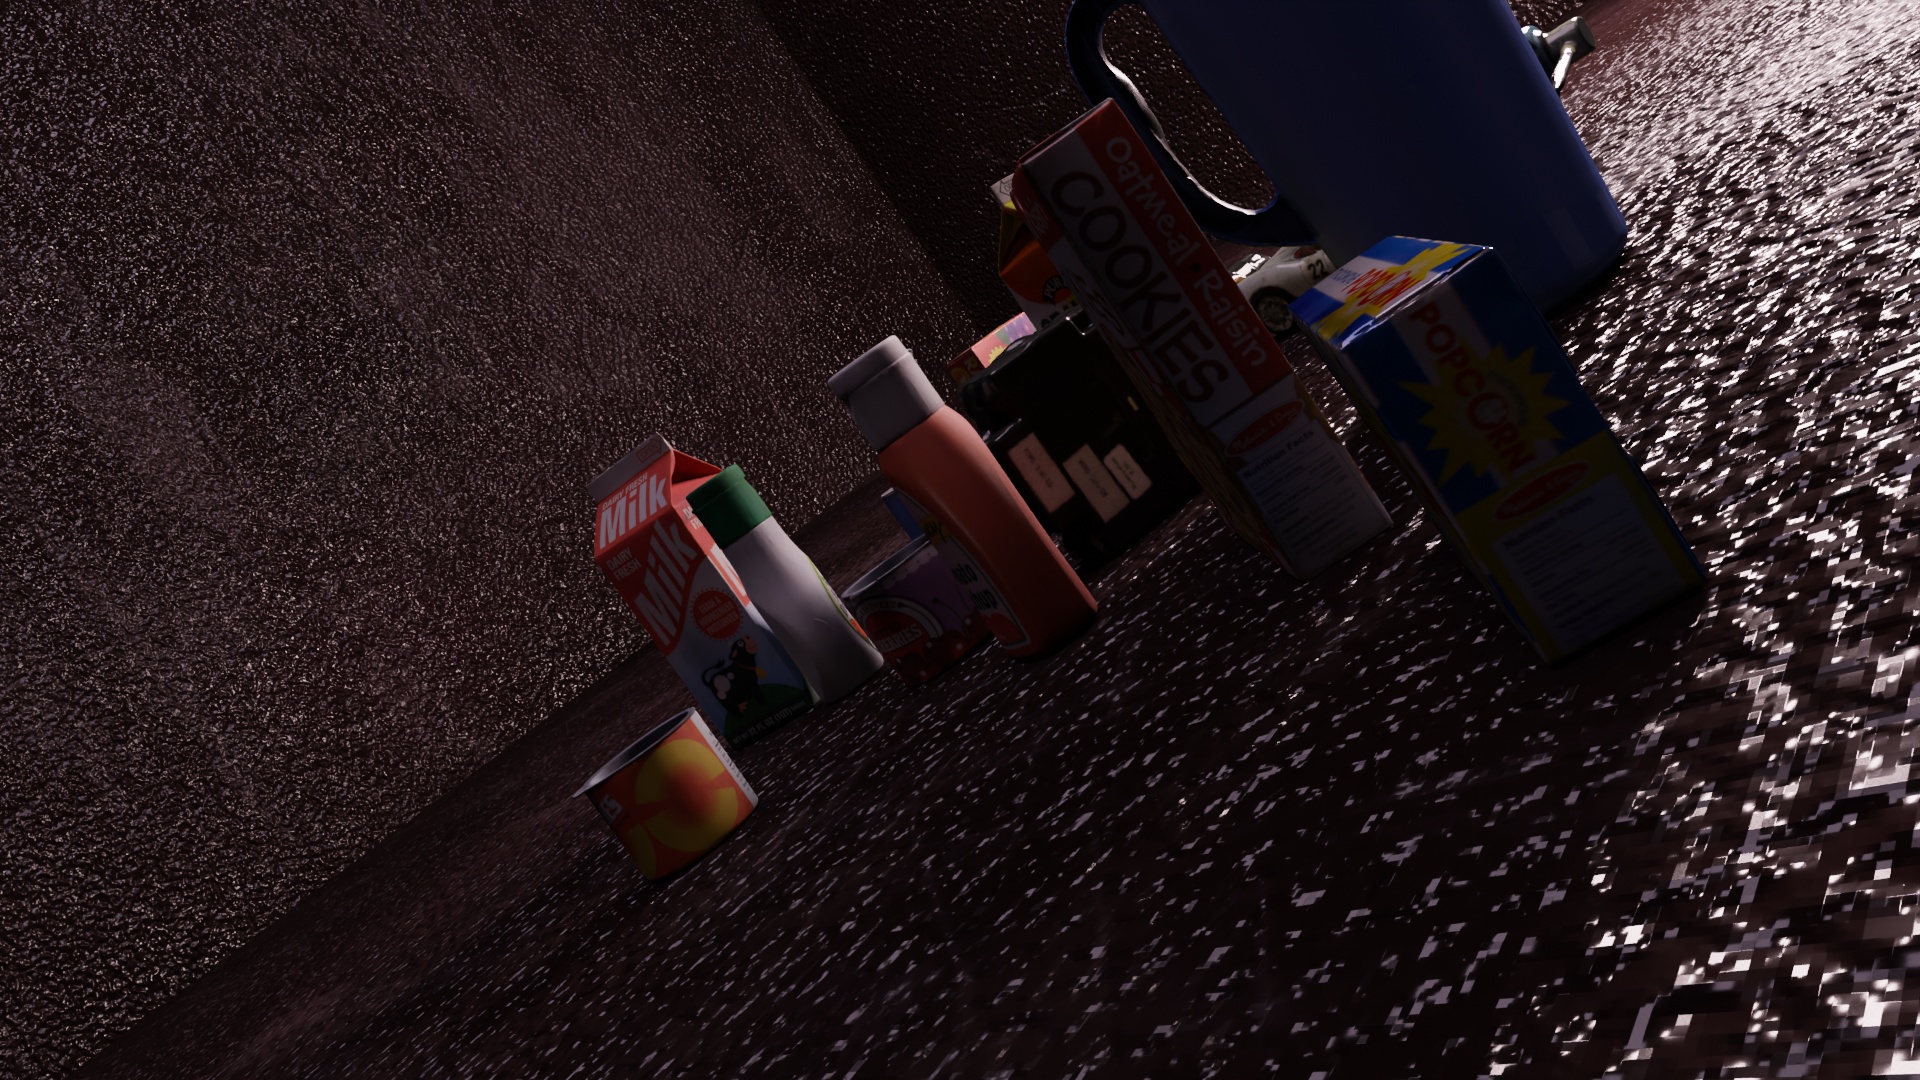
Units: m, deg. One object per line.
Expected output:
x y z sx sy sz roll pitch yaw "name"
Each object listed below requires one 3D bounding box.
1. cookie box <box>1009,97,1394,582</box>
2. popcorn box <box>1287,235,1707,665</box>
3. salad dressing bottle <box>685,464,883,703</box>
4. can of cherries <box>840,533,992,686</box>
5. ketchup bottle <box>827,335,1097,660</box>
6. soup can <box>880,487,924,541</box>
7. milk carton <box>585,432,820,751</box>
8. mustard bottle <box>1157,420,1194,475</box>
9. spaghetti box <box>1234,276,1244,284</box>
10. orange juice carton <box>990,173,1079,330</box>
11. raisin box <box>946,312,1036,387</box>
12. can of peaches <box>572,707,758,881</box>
0.079 -0.072 0.505 0.040 0.167 0.123 -34 6 5 "cookie box"
0.125 -0.030 0.345 0.038 0.085 0.127 -33 7 14 "popcorn box"
-0.104 0.025 0.816 0.044 0.147 0.064 -36 6 -11 "salad dressing bottle"
-0.020 0.035 0.715 0.071 0.058 0.071 -34 6 4 "can of cherries"
0.000 -0.019 0.604 0.043 0.148 0.064 -36 6 -13 "ketchup bottle"
0.003 -0.010 0.813 0.071 0.083 0.071 -34 6 4 "soup can"
-0.157 0.027 0.872 0.072 0.190 0.074 -32 7 25 "milk carton"
0.096 -0.095 0.621 0.049 0.160 0.065 -37 7 -21 "mustard bottle"
0.143 -0.118 1.038 0.251 0.050 0.028 -38 7 -29 "spaghetti box"
0.093 -0.140 0.817 0.072 0.192 0.073 -39 7 -33 "orange juice carton"
0.055 -0.121 1.177 0.040 0.123 0.086 -28 9 47 "raisin box"
-0.143 0.126 0.679 0.071 0.058 0.071 -34 6 4 "can of peaches"
